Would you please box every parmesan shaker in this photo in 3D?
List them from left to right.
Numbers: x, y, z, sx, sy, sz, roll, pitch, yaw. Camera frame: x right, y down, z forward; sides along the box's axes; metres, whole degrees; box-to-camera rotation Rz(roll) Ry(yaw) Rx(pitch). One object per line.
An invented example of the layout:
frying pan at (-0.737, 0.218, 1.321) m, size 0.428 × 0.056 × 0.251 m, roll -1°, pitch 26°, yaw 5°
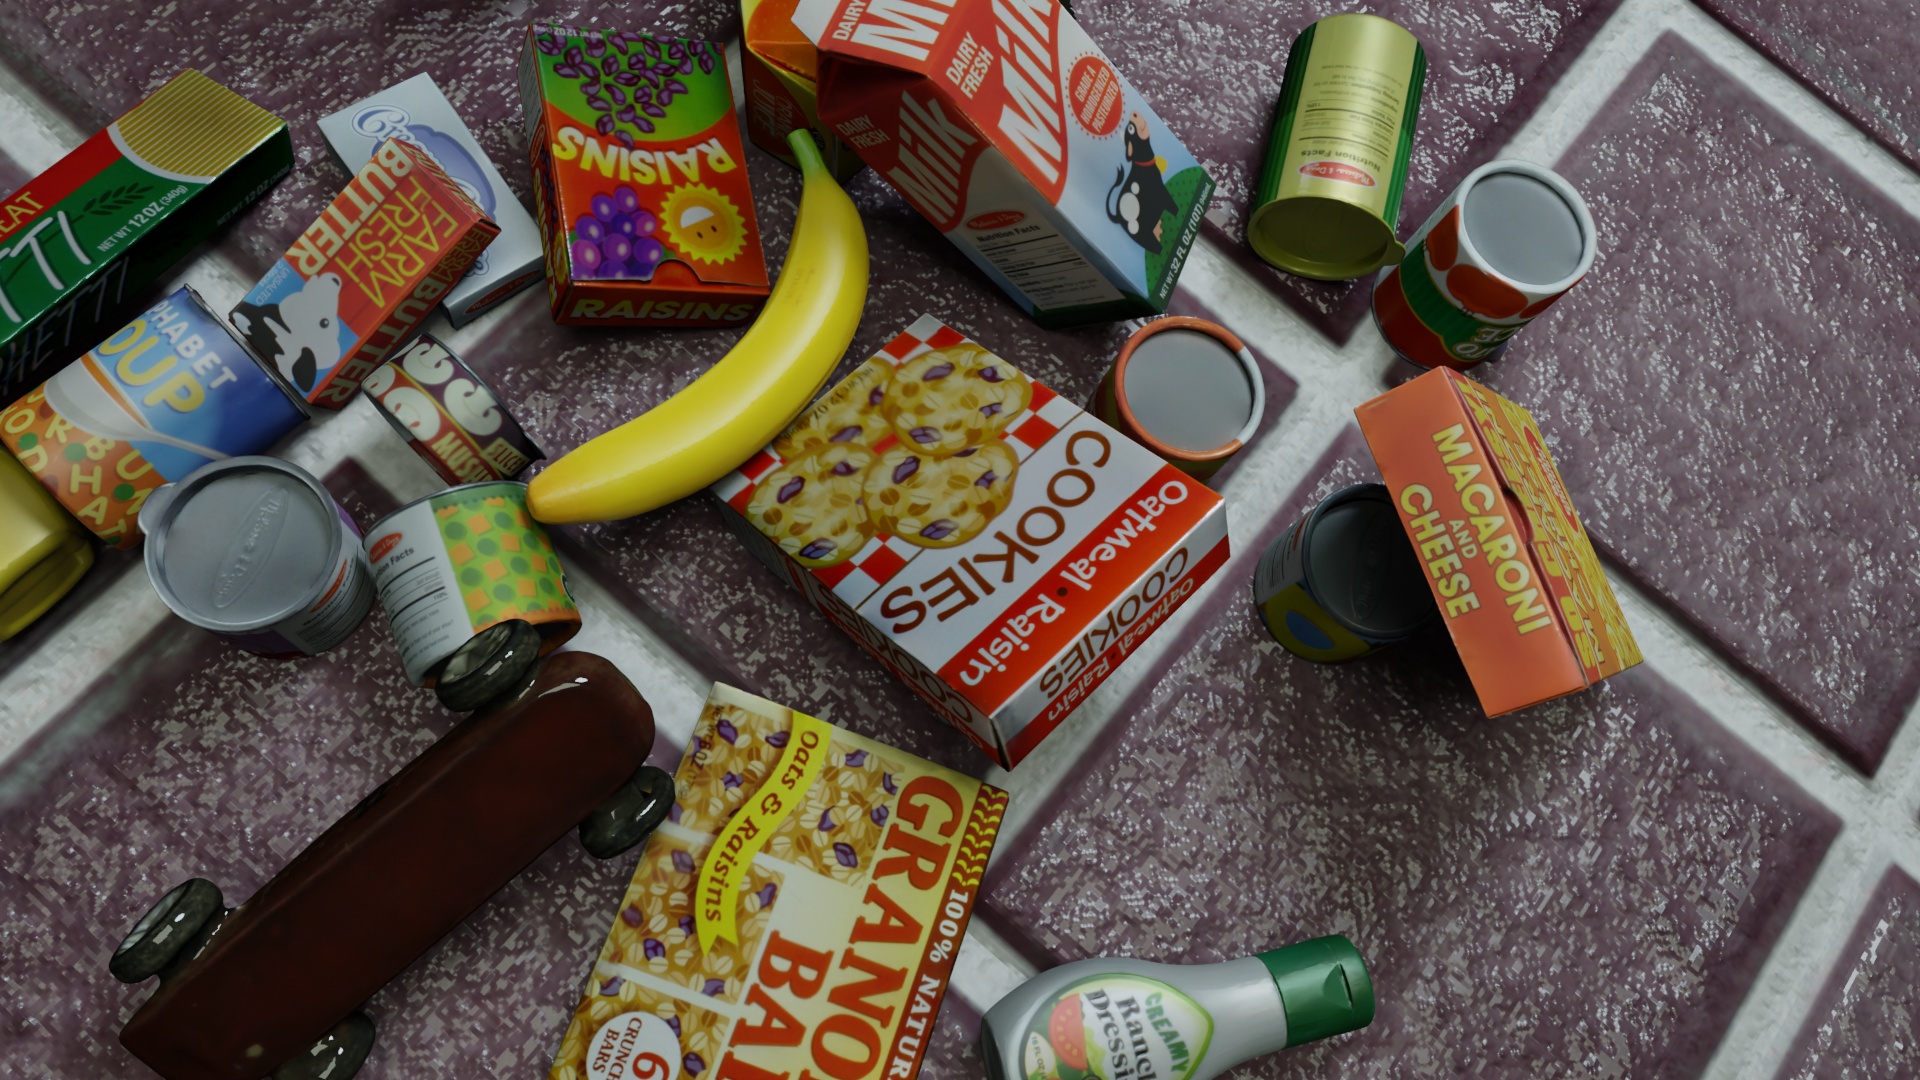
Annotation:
parmesan shaker at (0.179, -0.182, 0.647) m, size 0.071 × 0.071 × 0.103 m, roll 17°, pitch 71°, yaw -3°

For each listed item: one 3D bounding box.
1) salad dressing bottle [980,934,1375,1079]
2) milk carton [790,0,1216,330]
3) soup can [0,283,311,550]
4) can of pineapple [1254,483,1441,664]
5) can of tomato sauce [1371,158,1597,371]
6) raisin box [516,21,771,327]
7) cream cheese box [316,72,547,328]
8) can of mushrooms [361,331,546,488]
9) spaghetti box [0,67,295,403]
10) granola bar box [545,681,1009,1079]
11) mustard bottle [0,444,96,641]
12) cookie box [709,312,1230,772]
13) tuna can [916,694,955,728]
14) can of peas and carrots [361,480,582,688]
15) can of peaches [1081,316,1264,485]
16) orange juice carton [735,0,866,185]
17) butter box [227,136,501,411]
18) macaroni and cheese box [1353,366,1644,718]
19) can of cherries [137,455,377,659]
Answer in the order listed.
salad dressing bottle at (0.084, 0.185, 0.531) m, size 0.148 × 0.044 × 0.064 m, roll -11°, pitch 74°, yaw -12°
milk carton at (0.014, -0.171, 0.564) m, size 0.190 × 0.073 × 0.072 m, roll 36°, pitch 68°, yaw -35°
soup can at (-0.306, -0.048, 0.527) m, size 0.084 × 0.071 × 0.071 m, roll -43°, pitch 84°, yaw -18°
can of pineapple at (0.167, 0.017, 0.589) m, size 0.071 × 0.057 × 0.071 m, roll 2°, pitch 73°, yaw -8°
can of tomato sauce at (0.236, -0.121, 0.629) m, size 0.071 × 0.083 × 0.071 m, roll 2°, pitch 73°, yaw -8°
raisin box at (-0.135, -0.154, 0.591) m, size 0.086 × 0.040 × 0.123 m, roll -3°, pitch 73°, yaw -30°
cream cheese box at (-0.223, -0.146, 0.595) m, size 0.053 × 0.024 × 0.104 m, roll -35°, pitch 82°, yaw -18°
can of mushrooms at (-0.198, -0.045, 0.545) m, size 0.071 × 0.071 × 0.033 m, roll 44°, pitch 73°, yaw 5°
spaghetti box at (-0.356, -0.092, 0.521) m, size 0.050 × 0.028 × 0.251 m, roll 29°, pitch 55°, yaw 1°
granola bar box at (-0.066, 0.153, 0.520) m, size 0.124 × 0.039 × 0.166 m, roll 21°, pitch 71°, yaw -1°
mustard bottle at (-0.404, -0.030, 0.518) m, size 0.160 × 0.048 × 0.065 m, roll 37°, pitch 65°, yaw 4°
cookie box at (0.002, -0.007, 0.543) m, size 0.123 × 0.040 × 0.168 m, roll -41°, pitch 55°, yaw -18°
tuna can at (0.006, 0.040, 0.569) m, size 0.071 × 0.032 × 0.071 m, roll 3°, pitch 72°, yaw -8°
can of peas and carrots at (-0.183, 0.017, 0.531) m, size 0.071 × 0.070 × 0.059 m, roll -21°, pitch 78°, yaw -14°
can of peaches at (0.088, -0.056, 0.598) m, size 0.071 × 0.058 × 0.071 m, roll 3°, pitch 73°, yaw -9°
orange juice carton at (-0.065, -0.247, 0.626) m, size 0.073 × 0.071 × 0.193 m, roll -4°, pitch 74°, yaw -9°
butter box at (-0.240, -0.107, 0.561) m, size 0.053 × 0.024 × 0.103 m, roll 45°, pitch 94°, yaw 8°
macaroni and cheese box at (0.220, 0.001, 0.555) m, size 0.040 × 0.167 × 0.124 m, roll -27°, pitch 75°, yaw 28°
can of cherries at (-0.263, 0.007, 0.524) m, size 0.071 × 0.058 × 0.071 m, roll 2°, pitch 74°, yaw -8°
